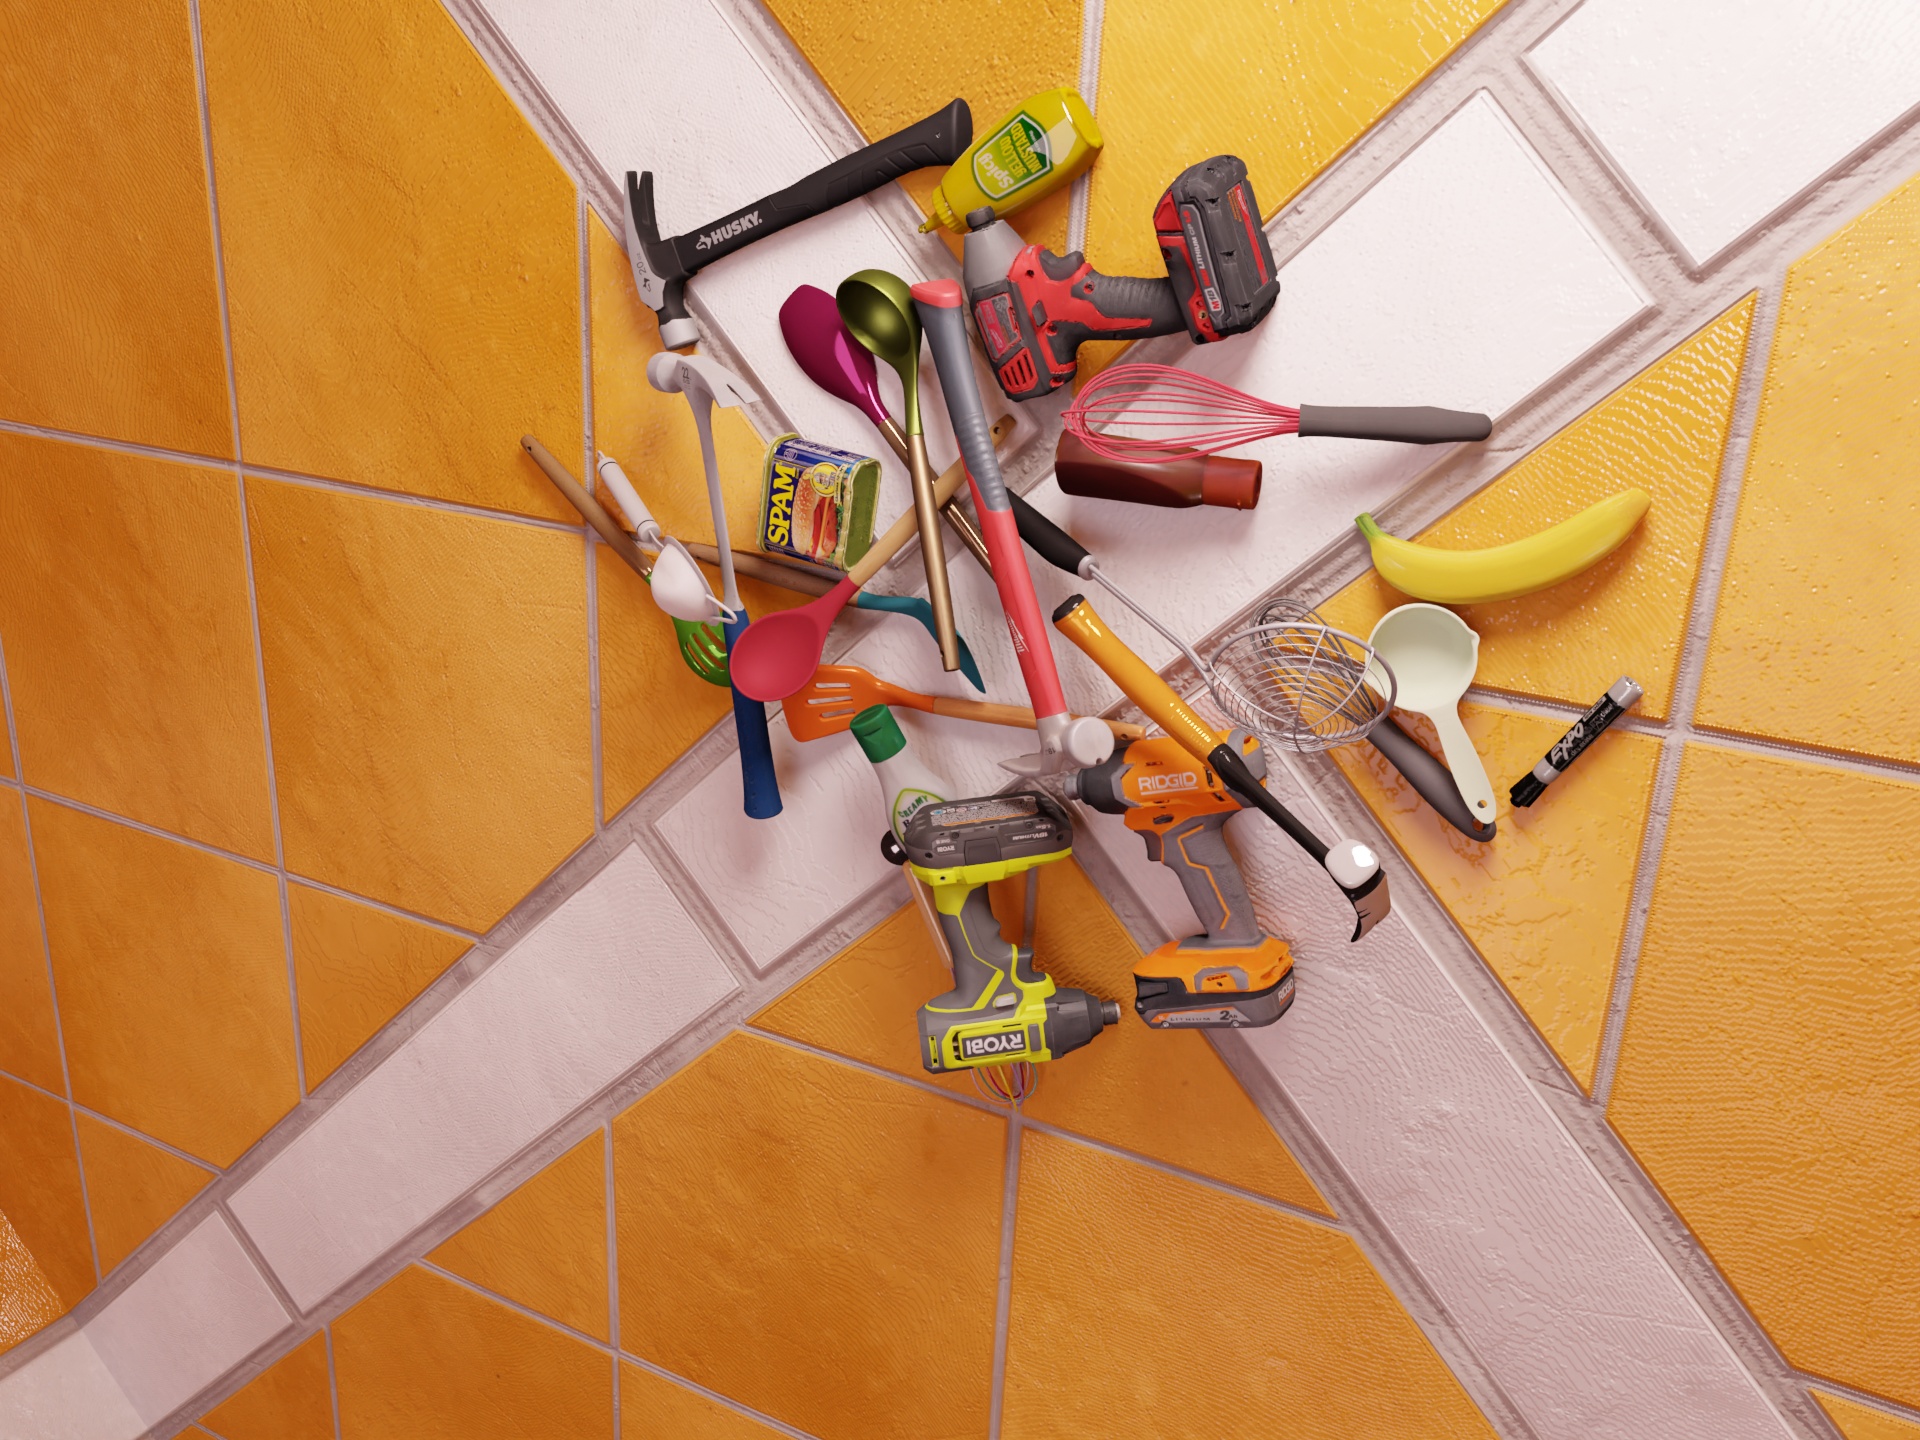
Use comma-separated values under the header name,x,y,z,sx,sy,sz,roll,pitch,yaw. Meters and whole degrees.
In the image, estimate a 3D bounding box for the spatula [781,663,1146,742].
name,x,y,z,sx,sy,sz,roll,pitch,yaw
spatula,-0.002,-0.004,1.330,0.323,0.041,0.081,8,124,25

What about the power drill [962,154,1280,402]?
name,x,y,z,sx,sy,sz,roll,pitch,yaw
power drill,0.104,-0.321,1.140,0.220,0.078,0.143,-8,115,33

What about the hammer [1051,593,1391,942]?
name,x,y,z,sx,sy,sz,roll,pitch,yaw
hammer,0.181,0.022,1.150,0.034,0.127,0.337,-40,59,-4

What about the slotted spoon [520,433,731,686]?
name,x,y,z,sx,sy,sz,roll,pitch,yaw
slotted spoon,-0.301,-0.149,1.455,0.314,0.031,0.070,47,118,9

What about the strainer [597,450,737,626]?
name,x,y,z,sx,sy,sz,roll,pitch,yaw
strainer,-0.269,-0.157,1.380,0.259,0.050,0.086,53,161,35

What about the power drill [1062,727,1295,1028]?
name,x,y,z,sx,sy,sz,roll,pitch,yaw
power drill,0.171,0.124,1.256,0.164,0.084,0.226,-7,98,31

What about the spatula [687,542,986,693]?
name,x,y,z,sx,sy,sz,roll,pitch,yaw
spatula,-0.111,-0.102,1.354,0.318,0.044,0.082,18,154,26

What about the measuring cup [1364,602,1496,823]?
name,x,y,z,sx,sy,sz,roll,pitch,yaw
measuring cup,0.346,-0.006,1.137,0.083,0.038,0.167,-22,97,18

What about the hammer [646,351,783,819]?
name,x,y,z,sx,sy,sz,roll,pitch,yaw
hammer,-0.194,-0.105,1.356,0.144,0.035,0.405,24,126,52

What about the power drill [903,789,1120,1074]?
name,x,y,z,sx,sy,sz,roll,pitch,yaw
power drill,0.040,0.179,1.326,0.171,0.080,0.223,-8,106,-2

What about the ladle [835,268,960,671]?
name,x,y,z,sx,sy,sz,roll,pitch,yaw
ladle,-0.042,-0.195,1.240,0.078,0.062,0.320,-15,83,62

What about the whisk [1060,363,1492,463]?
name,x,y,z,sx,sy,sz,roll,pitch,yaw
whisk,0.217,-0.210,1.108,0.296,0.073,0.073,4,109,11

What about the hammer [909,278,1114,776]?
name,x,y,z,sx,sy,sz,roll,pitch,yaw
hammer,0.023,-0.146,1.226,0.143,0.038,0.386,-14,92,66

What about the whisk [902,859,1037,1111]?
name,x,y,z,sx,sy,sz,roll,pitch,yaw
whisk,0.006,0.233,1.395,0.051,0.047,0.245,-20,97,24

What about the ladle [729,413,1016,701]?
name,x,y,z,sx,sy,sz,roll,pitch,yaw
ladle,-0.070,-0.132,1.288,0.315,0.031,0.069,-44,85,14

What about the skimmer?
name,x,y,z,sx,sy,sz,roll,pitch,yaw
skimmer,0.156,-0.096,1.173,0.364,0.090,0.127,43,161,35

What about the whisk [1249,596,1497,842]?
name,x,y,z,sx,sy,sz,roll,pitch,yaw
whisk,0.304,0.000,1.165,0.239,0.055,0.055,45,121,3

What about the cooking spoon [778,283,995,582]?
name,x,y,z,sx,sy,sz,roll,pitch,yaw
cooking spoon,-0.046,-0.223,1.297,0.068,0.017,0.319,-40,84,33

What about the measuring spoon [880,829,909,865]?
name,x,y,z,sx,sy,sz,roll,pitch,yaw
measuring spoon,-0.027,0.147,1.405,0.124,0.018,0.034,47,121,7

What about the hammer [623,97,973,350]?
name,x,y,z,sx,sy,sz,roll,pitch,yaw
hammer,-0.135,-0.419,1.272,0.335,0.035,0.146,-14,100,31
